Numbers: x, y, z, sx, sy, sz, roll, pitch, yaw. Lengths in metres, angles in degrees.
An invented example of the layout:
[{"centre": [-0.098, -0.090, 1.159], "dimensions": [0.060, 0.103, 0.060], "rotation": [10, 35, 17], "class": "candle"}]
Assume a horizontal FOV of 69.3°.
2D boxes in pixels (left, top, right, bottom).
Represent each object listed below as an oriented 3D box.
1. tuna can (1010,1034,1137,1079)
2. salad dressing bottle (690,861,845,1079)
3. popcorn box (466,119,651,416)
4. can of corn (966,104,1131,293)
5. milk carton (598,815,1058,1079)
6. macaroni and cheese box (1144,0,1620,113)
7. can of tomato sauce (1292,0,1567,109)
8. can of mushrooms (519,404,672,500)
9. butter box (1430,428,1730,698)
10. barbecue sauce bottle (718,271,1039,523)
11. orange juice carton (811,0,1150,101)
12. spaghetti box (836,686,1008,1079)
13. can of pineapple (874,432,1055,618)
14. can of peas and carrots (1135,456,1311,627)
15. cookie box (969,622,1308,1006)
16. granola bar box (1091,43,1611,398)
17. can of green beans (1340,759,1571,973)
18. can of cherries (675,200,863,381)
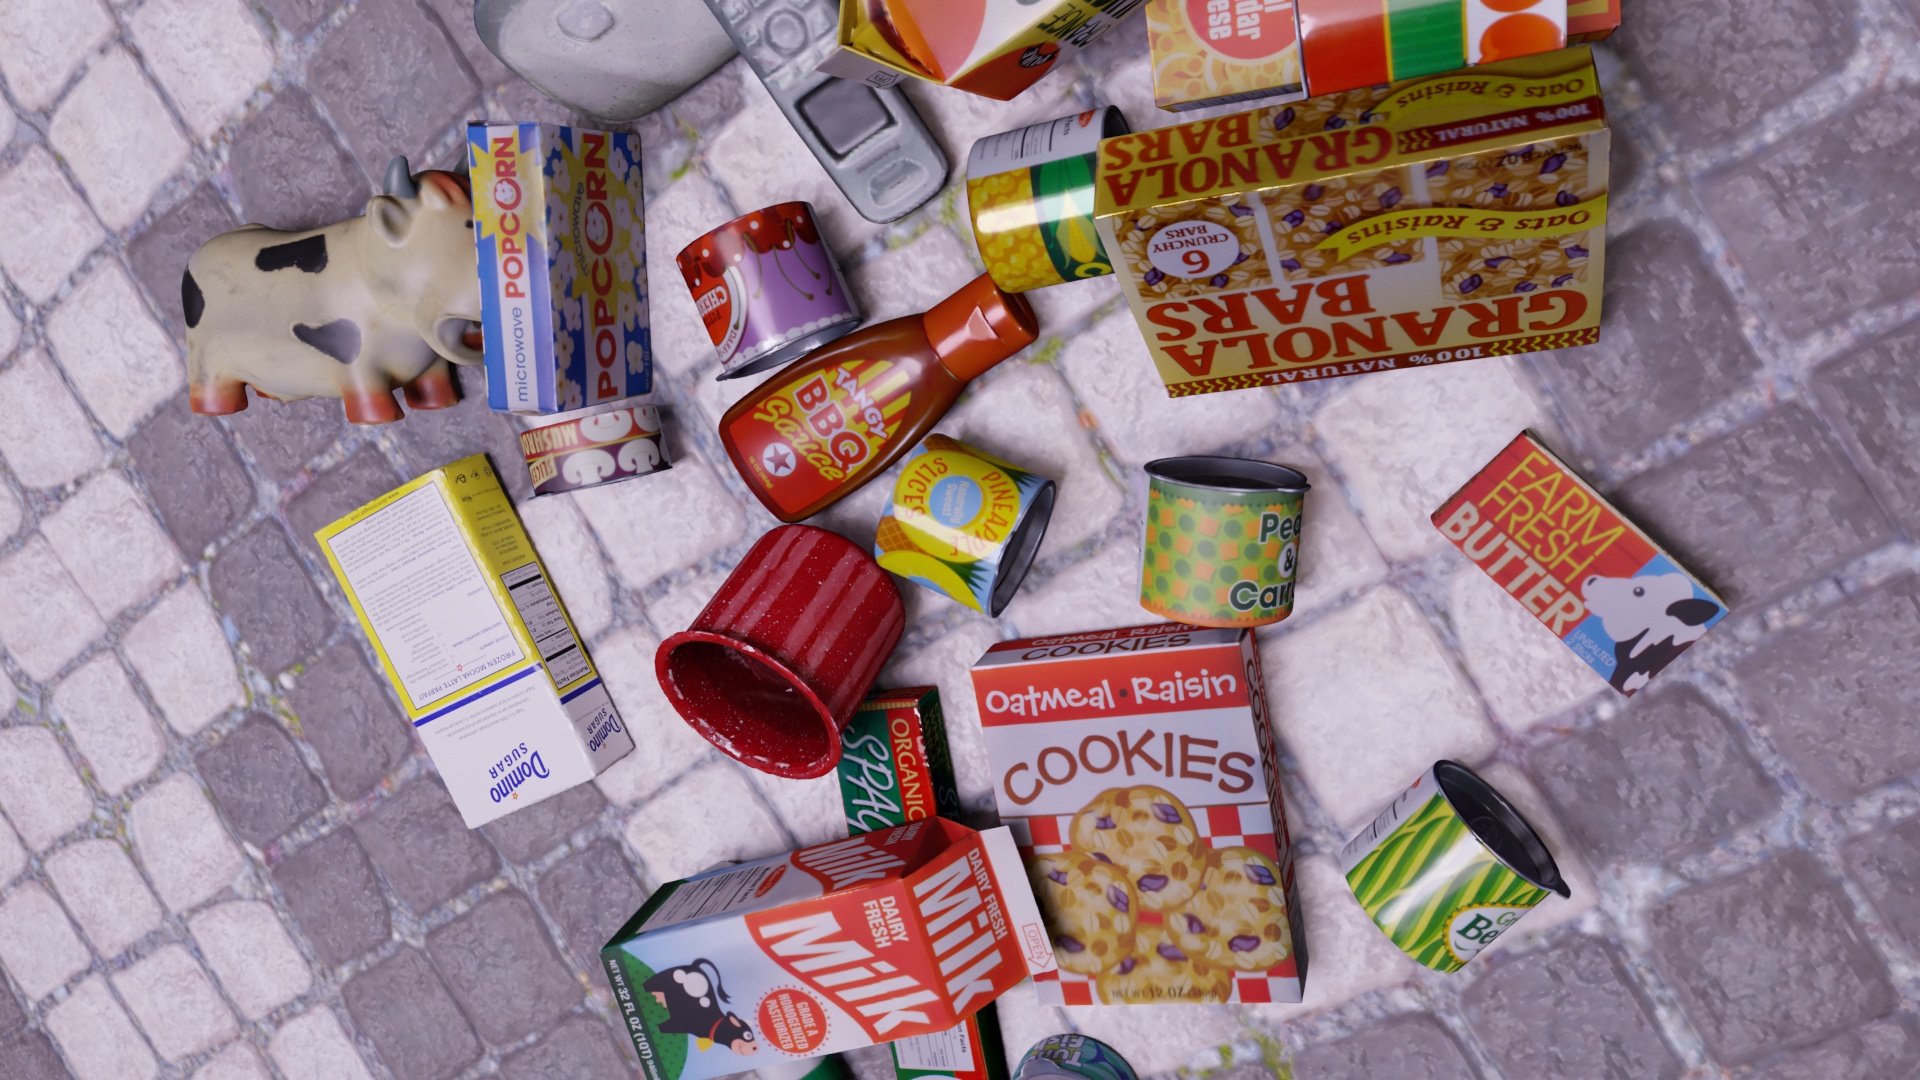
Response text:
[{"centre": [0.053, 0.274, 0.672], "dimensions": [0.071, 0.033, 0.071], "rotation": [4, 103, 18], "class": "tuna can"}, {"centre": [-0.102, 0.239, 0.713], "dimensions": [0.064, 0.044, 0.147], "rotation": [-27, 93, 18], "class": "salad dressing bottle"}, {"centre": [-0.181, -0.125, 0.637], "dimensions": [0.038, 0.085, 0.126], "rotation": [3, 103, 17], "class": "popcorn box"}, {"centre": [0.041, -0.136, 0.568], "dimensions": [0.058, 0.071, 0.071], "rotation": [-7, 100, 21], "class": "can of corn"}, {"centre": [-0.056, 0.182, 0.630], "dimensions": [0.190, 0.073, 0.072], "rotation": [-17, 97, 15], "class": "milk carton"}, {"centre": [0.152, -0.238, 0.521], "dimensions": [0.166, 0.040, 0.123], "rotation": [-4, 101, 20], "class": "macaroni and cheese box"}, {"centre": [0.159, -0.184, 0.473], "dimensions": [0.083, 0.071, 0.071], "rotation": [-4, 101, 20], "class": "can of tomato sauce"}, {"centre": [-0.175, -0.042, 0.661], "dimensions": [0.071, 0.071, 0.033], "rotation": [-10, 97, 21], "class": "can of mushrooms"}, {"centre": [0.244, 0.008, 0.552], "dimensions": [0.103, 0.024, 0.053], "rotation": [42, 111, 6], "class": "butter box"}, {"centre": [-0.035, -0.068, 0.621], "dimensions": [0.148, 0.044, 0.065], "rotation": [-30, 99, 22], "class": "barbecue sauce bottle"}, {"centre": [0.032, -0.223, 0.506], "dimensions": [0.192, 0.072, 0.073], "rotation": [-29, 91, 24], "class": "orange juice carton"}, {"centre": [-0.017, 0.192, 0.680], "dimensions": [0.050, 0.029, 0.249], "rotation": [-6, 100, 20], "class": "spaghetti box"}, {"centre": [0.002, -0.008, 0.608], "dimensions": [0.058, 0.071, 0.070], "rotation": [24, 109, 13], "class": "can of pineapple"}, {"centre": [0.109, 0.000, 0.573], "dimensions": [0.071, 0.071, 0.058], "rotation": [7, 105, 18], "class": "can of peas and carrots"}, {"centre": [0.082, 0.124, 0.626], "dimensions": [0.123, 0.040, 0.167], "rotation": [-8, 100, 20], "class": "cookie box"}, {"centre": [0.144, -0.109, 0.511], "dimensions": [0.165, 0.124, 0.039], "rotation": [-6, 62, 20], "class": "granola bar box"}, {"centre": [0.201, 0.134, 0.572], "dimensions": [0.071, 0.071, 0.057], "rotation": [42, 112, 6], "class": "can of green beans"}, {"centre": [-0.087, -0.110, 0.615], "dimensions": [0.071, 0.072, 0.058], "rotation": [-22, 94, 22], "class": "can of cherries"}]
